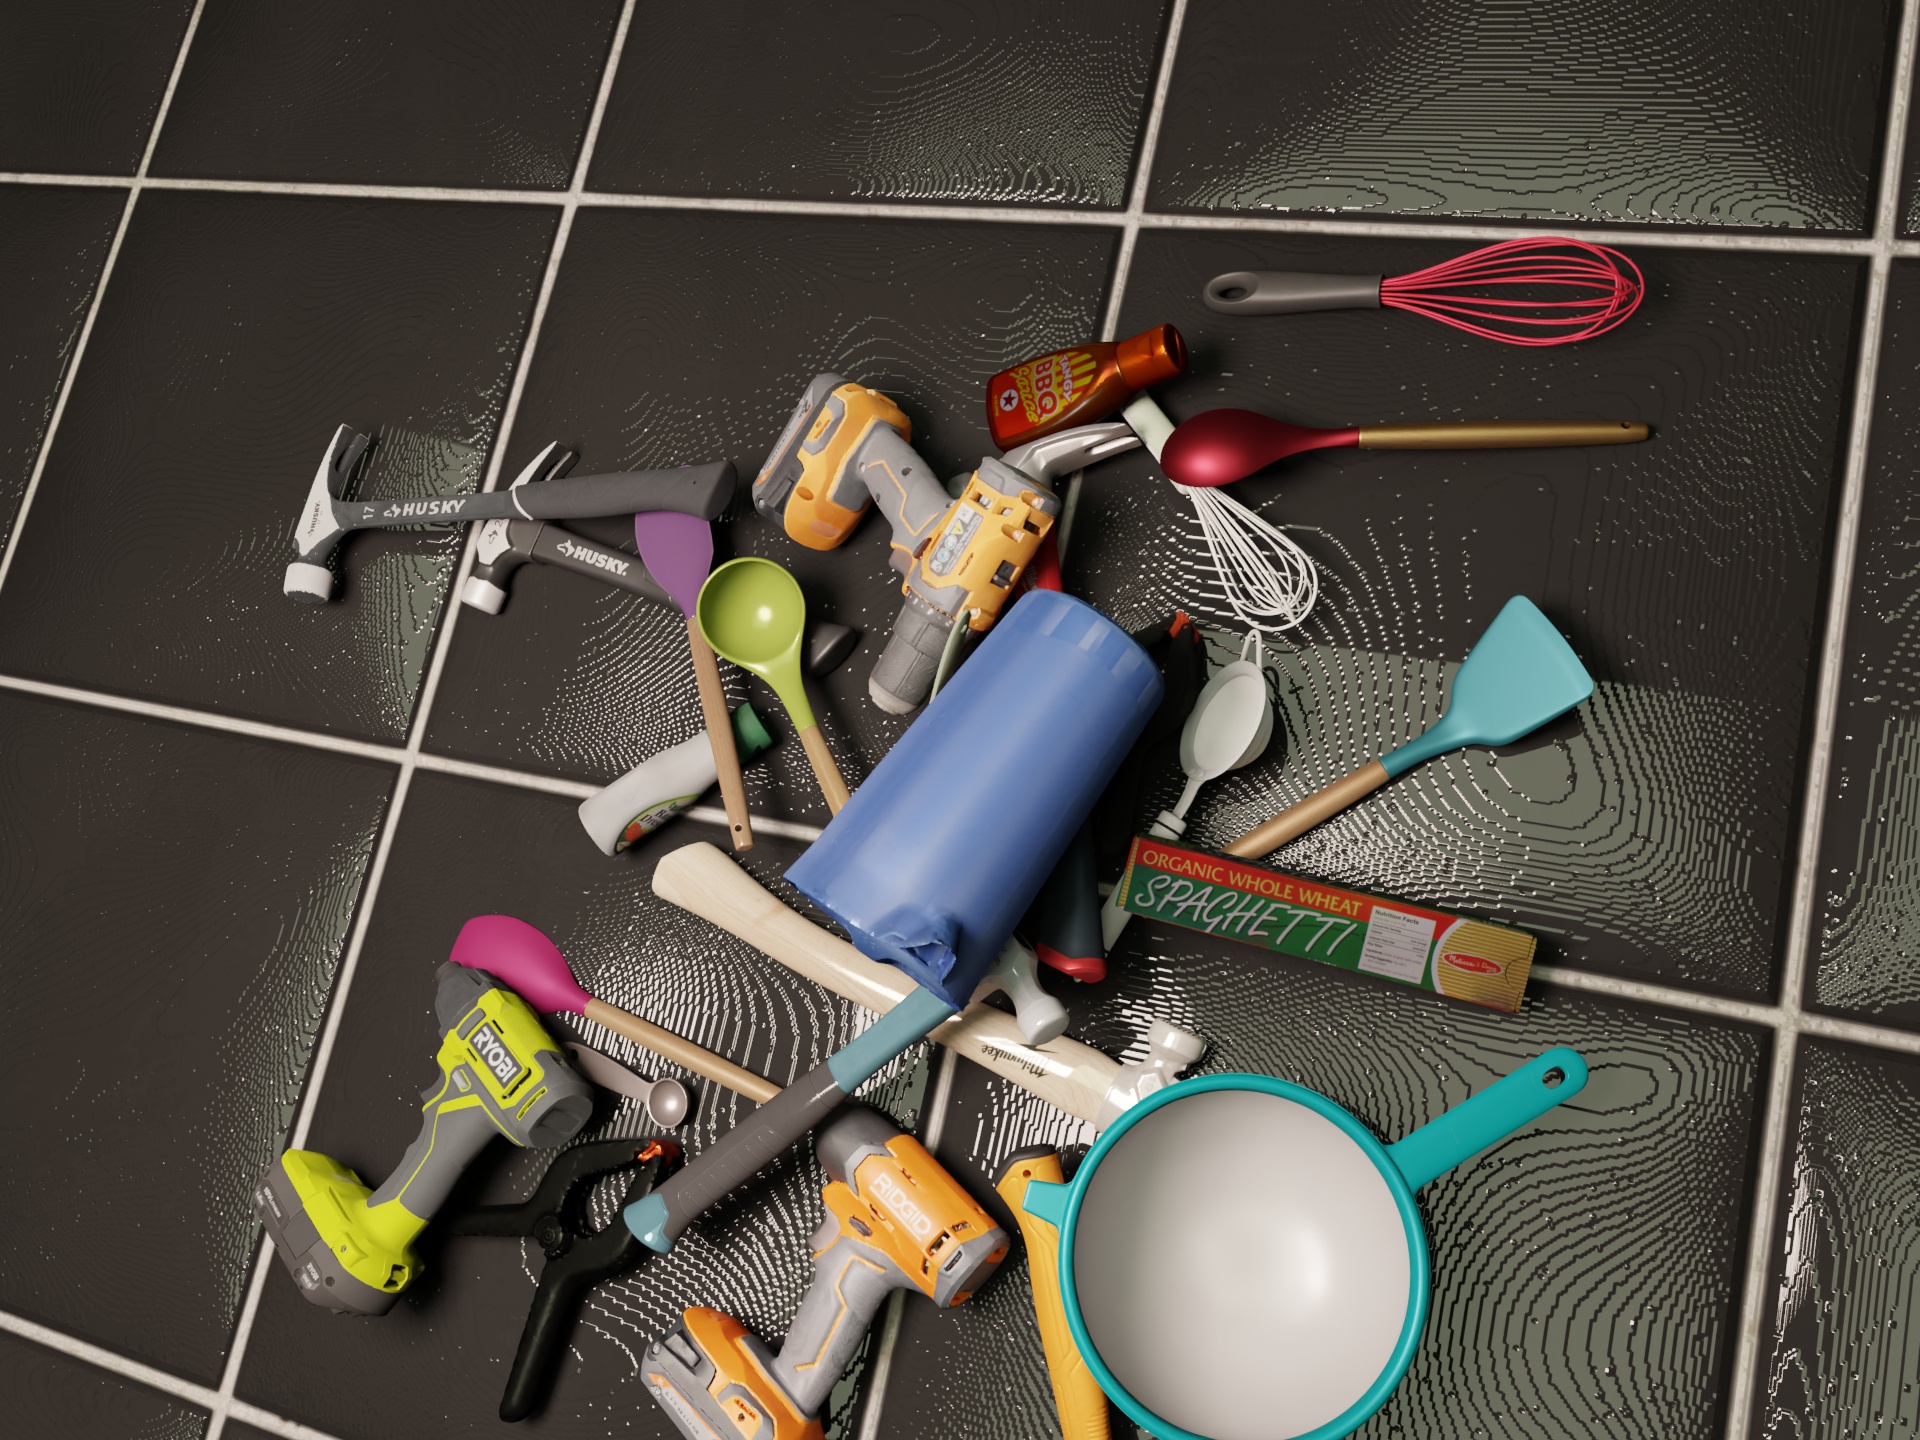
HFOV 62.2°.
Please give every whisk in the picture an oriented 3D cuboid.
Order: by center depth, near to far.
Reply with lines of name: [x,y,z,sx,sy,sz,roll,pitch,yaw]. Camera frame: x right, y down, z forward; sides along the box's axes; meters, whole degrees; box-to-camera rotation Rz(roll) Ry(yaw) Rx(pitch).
whisk: [0.308,-0.293,1.088,0.296,0.073,0.073,7,78,26]
whisk: [0.166,-0.160,1.104,0.059,0.057,0.247,-40,62,15]

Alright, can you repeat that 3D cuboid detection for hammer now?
hammer: [0.084,0.426,0.959,0.127,0.034,0.337,-15,79,15]
hammer: [-0.087,0.238,1.022,0.331,0.033,0.128,-39,54,11]
hammer: [0.074,-0.019,1.061,0.143,0.038,0.387,-17,63,24]
hammer: [-0.046,0.195,1.085,0.411,0.038,0.146,23,85,23]
hammer: [-0.228,-0.109,1.226,0.335,0.035,0.146,20,84,22]
hammer: [-0.357,-0.174,1.248,0.409,0.036,0.149,-1,74,23]

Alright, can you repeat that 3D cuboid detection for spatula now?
spatula: [0.247,0.040,1.024,0.317,0.044,0.082,-33,60,9]
spatula: [-0.190,-0.050,1.163,0.060,0.018,0.316,-20,66,8]

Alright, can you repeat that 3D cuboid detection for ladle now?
ladle: [0.291,-0.187,1.058,0.315,0.031,0.069,0,56,8]
ladle: [-0.098,0.027,1.098,0.078,0.062,0.320,-27,71,3]

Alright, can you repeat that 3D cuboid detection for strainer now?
strainer: [0.217,0.289,0.951,0.340,0.095,0.211,-28,76,-7]
strainer: [0.144,0.062,1.047,0.050,0.087,0.258,33,88,-22]

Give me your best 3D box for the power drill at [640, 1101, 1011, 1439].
power drill: [-0.097,0.365,1.034,0.164,0.084,0.226,41,87,25]

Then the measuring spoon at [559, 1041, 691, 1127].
measuring spoon: [-0.241,0.258,1.146,0.124,0.018,0.034,18,91,28]

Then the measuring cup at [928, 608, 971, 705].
measuring cup: [-0.002,-0.003,1.064,0.038,0.167,0.083,33,46,18]

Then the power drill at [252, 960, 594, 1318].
power drill: [-0.384,0.292,1.132,0.223,0.080,0.171,-47,56,-5]

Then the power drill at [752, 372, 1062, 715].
power drill: [-0.052,-0.126,1.119,0.226,0.084,0.185,39,103,37]

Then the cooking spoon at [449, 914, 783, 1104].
cooking spoon: [-0.248,0.218,1.154,0.319,0.017,0.069,20,83,23]
